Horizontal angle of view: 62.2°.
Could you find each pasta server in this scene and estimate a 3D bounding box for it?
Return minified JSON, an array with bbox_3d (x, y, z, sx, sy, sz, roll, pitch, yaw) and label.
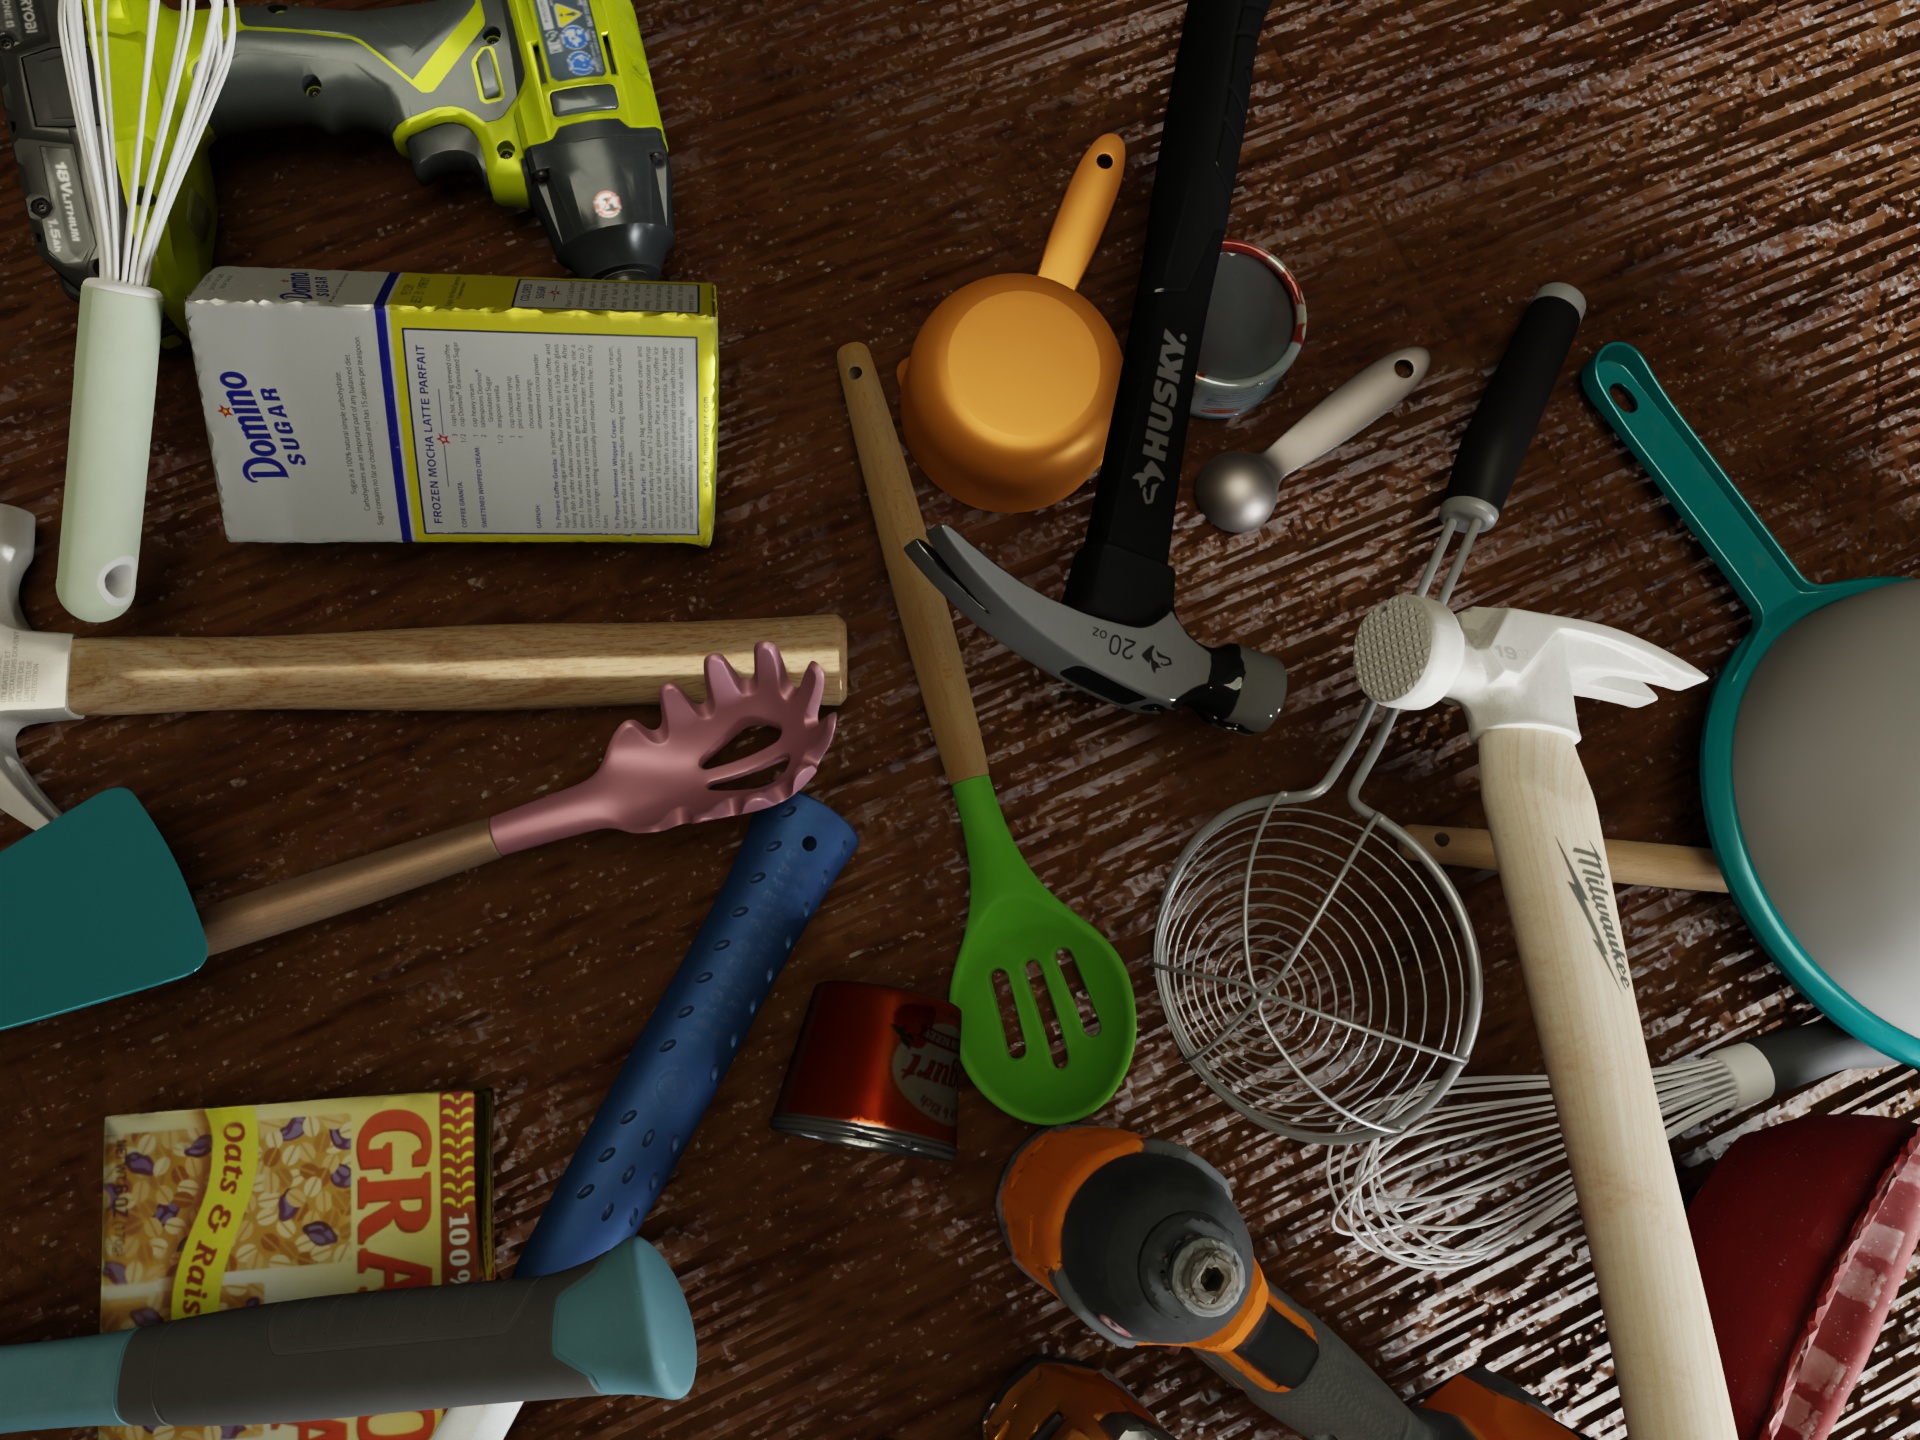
[{"bbox_3d":[-0.194,0.047,0.566,0.316,0.040,0.060,-18,65,-2],"label":"pasta server"}]

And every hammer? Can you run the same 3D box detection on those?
[{"bbox_3d":[-0.138,0.205,0.525,0.144,0.035,0.406,34,68,-14],"label":"hammer"},{"bbox_3d":[-0.235,0.194,0.478,0.331,0.033,0.128,-11,62,14],"label":"hammer"},{"bbox_3d":[-0.208,-0.017,0.591,0.331,0.031,0.130,-1,80,-7],"label":"hammer"},{"bbox_3d":[0.077,-0.171,0.600,0.146,0.035,0.335,17,76,-21],"label":"hammer"},{"bbox_3d":[0.218,0.159,0.498,0.146,0.038,0.411,7,68,-29],"label":"hammer"}]

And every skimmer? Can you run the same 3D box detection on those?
[{"bbox_3d":[0.184,-0.016,0.626,0.127,0.090,0.363,12,61,36],"label":"skimmer"}]

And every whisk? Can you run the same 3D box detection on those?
[{"bbox_3d":[-0.281,-0.153,0.533,0.059,0.058,0.246,15,102,15],"label":"whisk"},{"bbox_3d":[0.269,0.144,0.605,0.284,0.070,0.070,-14,82,-13],"label":"whisk"}]

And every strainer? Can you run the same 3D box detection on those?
[{"bbox_3d":[0.367,-0.027,0.611,0.211,0.095,0.340,-29,79,-17],"label":"strainer"}]

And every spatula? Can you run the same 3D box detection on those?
[{"bbox_3d":[-0.392,0.145,0.525,0.317,0.044,0.082,-40,65,2],"label":"spatula"}]

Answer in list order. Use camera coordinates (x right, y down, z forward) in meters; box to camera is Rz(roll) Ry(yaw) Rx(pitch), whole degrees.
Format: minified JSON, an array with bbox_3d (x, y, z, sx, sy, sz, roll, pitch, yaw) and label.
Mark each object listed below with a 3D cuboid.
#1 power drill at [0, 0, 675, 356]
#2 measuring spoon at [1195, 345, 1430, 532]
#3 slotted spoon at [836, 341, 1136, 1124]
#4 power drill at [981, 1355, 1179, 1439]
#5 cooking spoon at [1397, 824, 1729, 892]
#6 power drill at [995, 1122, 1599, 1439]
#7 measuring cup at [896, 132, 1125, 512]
[{"bbox_3d":[-0.226,-0.219,0.603,0.223,0.080,0.171,-13,86,-11],"label":"power drill"},{"bbox_3d":[0.149,-0.121,0.655,0.124,0.018,0.034,-37,86,-12],"label":"measuring spoon"},{"bbox_3d":[-0.001,-0.002,0.614,0.070,0.031,0.314,-17,80,7],"label":"slotted spoon"},{"bbox_3d":[0.108,0.306,0.494,0.226,0.185,0.084,45,77,-1],"label":"power drill"},{"bbox_3d":[0.332,0.063,0.640,0.319,0.017,0.069,5,68,-4],"label":"cooking spoon"},{"bbox_3d":[0.120,0.219,0.520,0.226,0.164,0.084,38,77,-1],"label":"power drill"},{"bbox_3d":[0.036,-0.169,0.633,0.095,0.052,0.174,21,81,-2],"label":"measuring cup"}]
